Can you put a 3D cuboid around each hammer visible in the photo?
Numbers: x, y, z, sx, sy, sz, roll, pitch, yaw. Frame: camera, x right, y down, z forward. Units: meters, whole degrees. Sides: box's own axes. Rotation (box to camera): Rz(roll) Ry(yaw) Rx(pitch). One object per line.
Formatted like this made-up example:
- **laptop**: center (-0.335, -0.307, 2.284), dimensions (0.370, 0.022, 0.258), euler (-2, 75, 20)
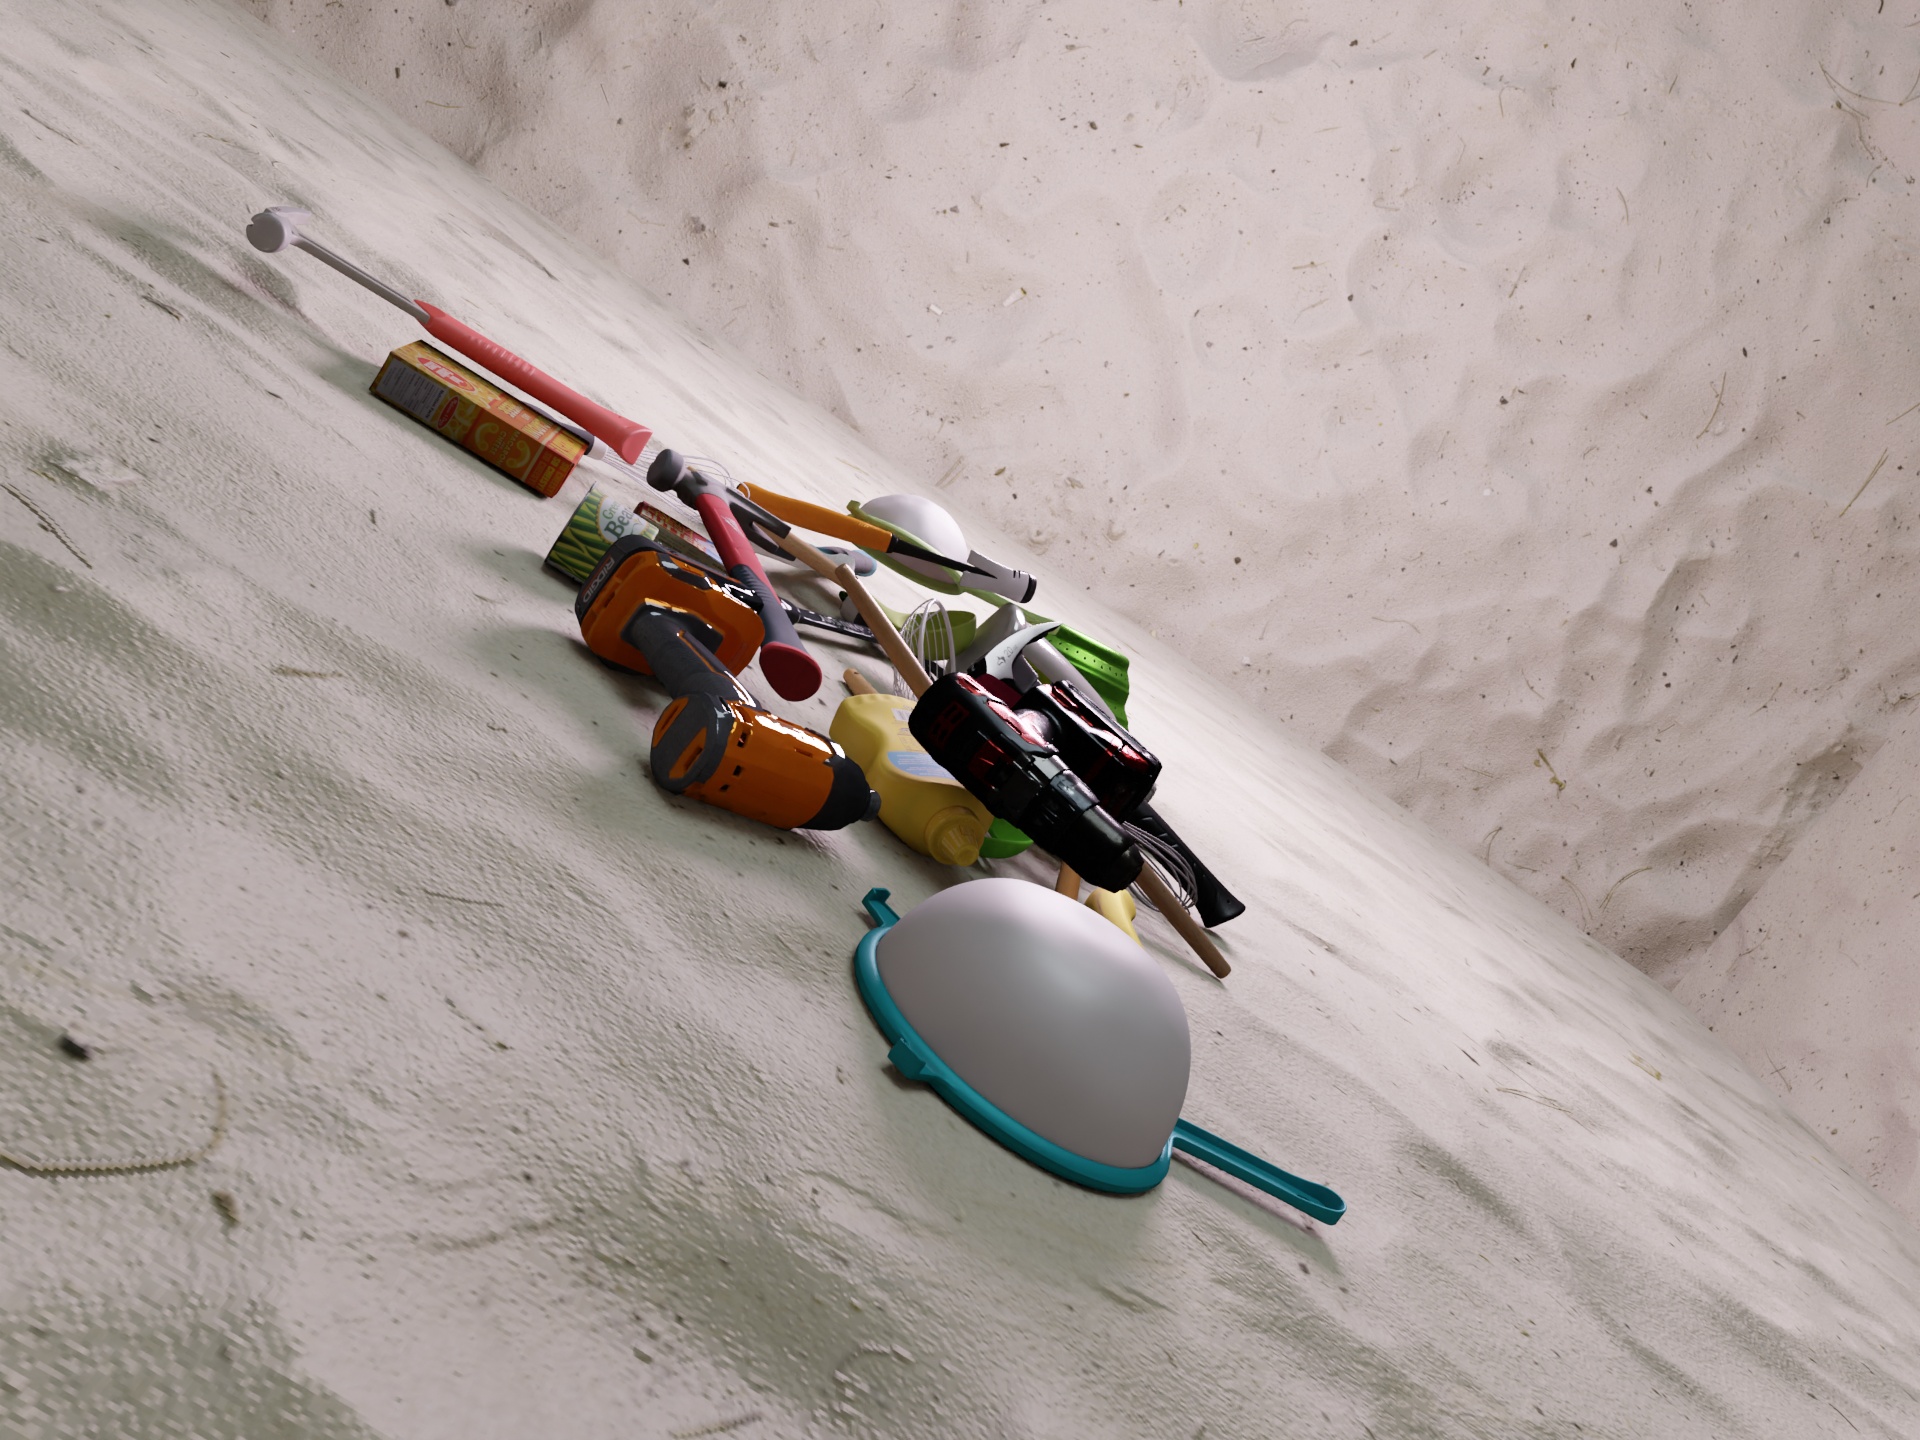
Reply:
- **hammer**: center (-0.093, -0.181, 1.563), dimensions (0.337, 0.034, 0.127), euler (21, 5, 28)
- **hammer**: center (-0.145, -0.091, 1.430), dimensions (0.149, 0.036, 0.408), euler (42, 14, 24)
- **hammer**: center (0.138, 0.057, 1.421), dimensions (0.334, 0.035, 0.146), euler (47, 47, -8)
- **hammer**: center (-0.162, -0.112, 1.304), dimensions (0.143, 0.038, 0.387), euler (30, 15, -32)
- **hammer**: center (-0.143, -0.175, 1.713), dimensions (0.128, 0.033, 0.331), euler (20, 6, 7)
- **hammer**: center (-0.434, -0.334, 1.387), dimensions (0.359, 0.036, 0.149), euler (30, 11, -16)

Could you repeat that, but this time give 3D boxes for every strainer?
- **strainer**: center (0.105, 0.183, 0.896), dimensions (0.340, 0.095, 0.211), euler (30, 13, -16)
- **strainer**: center (0.000, -0.174, 1.681), dimensions (0.256, 0.069, 0.151), euler (27, -9, 3)

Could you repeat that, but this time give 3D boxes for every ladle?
- **ladle**: center (-0.126, -0.158, 1.514), dimensions (0.320, 0.062, 0.078), euler (35, 24, 2)

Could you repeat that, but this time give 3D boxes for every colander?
- **colander**: center (0.054, -0.084, 1.741), dimensions (0.396, 0.094, 0.205), euler (25, 4, -24)

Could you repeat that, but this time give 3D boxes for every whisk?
- **whisk**: center (-0.322, -0.252, 1.524), dimensions (0.284, 0.070, 0.070), euler (18, 20, -42)
- **whisk**: center (0.115, 0.080, 1.349), dimensions (0.239, 0.055, 0.055), euler (45, 11, -8)

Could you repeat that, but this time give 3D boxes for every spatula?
- **spatula**: center (0.076, 0.119, 1.198), dimensions (0.081, 0.041, 0.323), euler (50, 18, -9)
- **spatula**: center (-0.002, -0.004, 1.321), dimensions (0.317, 0.044, 0.082), euler (55, 11, -16)

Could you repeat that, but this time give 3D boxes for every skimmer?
- **skimmer**: center (0.077, 0.020, 1.472), dimensions (0.363, 0.090, 0.127), euler (33, 44, -25)

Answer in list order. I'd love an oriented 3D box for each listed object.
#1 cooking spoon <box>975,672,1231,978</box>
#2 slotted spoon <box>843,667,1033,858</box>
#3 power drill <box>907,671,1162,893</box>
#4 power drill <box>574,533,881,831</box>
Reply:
- **cooking spoon**: center (0.116, 0.087, 1.298), dimensions (0.319, 0.017, 0.069), euler (50, -26, -3)
- **slotted spoon**: center (-0.032, 0.030, 1.283), dimensions (0.070, 0.031, 0.314), euler (6, 24, -31)
- **power drill**: center (0.074, 0.044, 1.139), dimensions (0.188, 0.080, 0.226), euler (42, 14, 16)
- **power drill**: center (-0.146, -0.015, 1.024), dimensions (0.164, 0.084, 0.227), euler (24, 20, -44)
